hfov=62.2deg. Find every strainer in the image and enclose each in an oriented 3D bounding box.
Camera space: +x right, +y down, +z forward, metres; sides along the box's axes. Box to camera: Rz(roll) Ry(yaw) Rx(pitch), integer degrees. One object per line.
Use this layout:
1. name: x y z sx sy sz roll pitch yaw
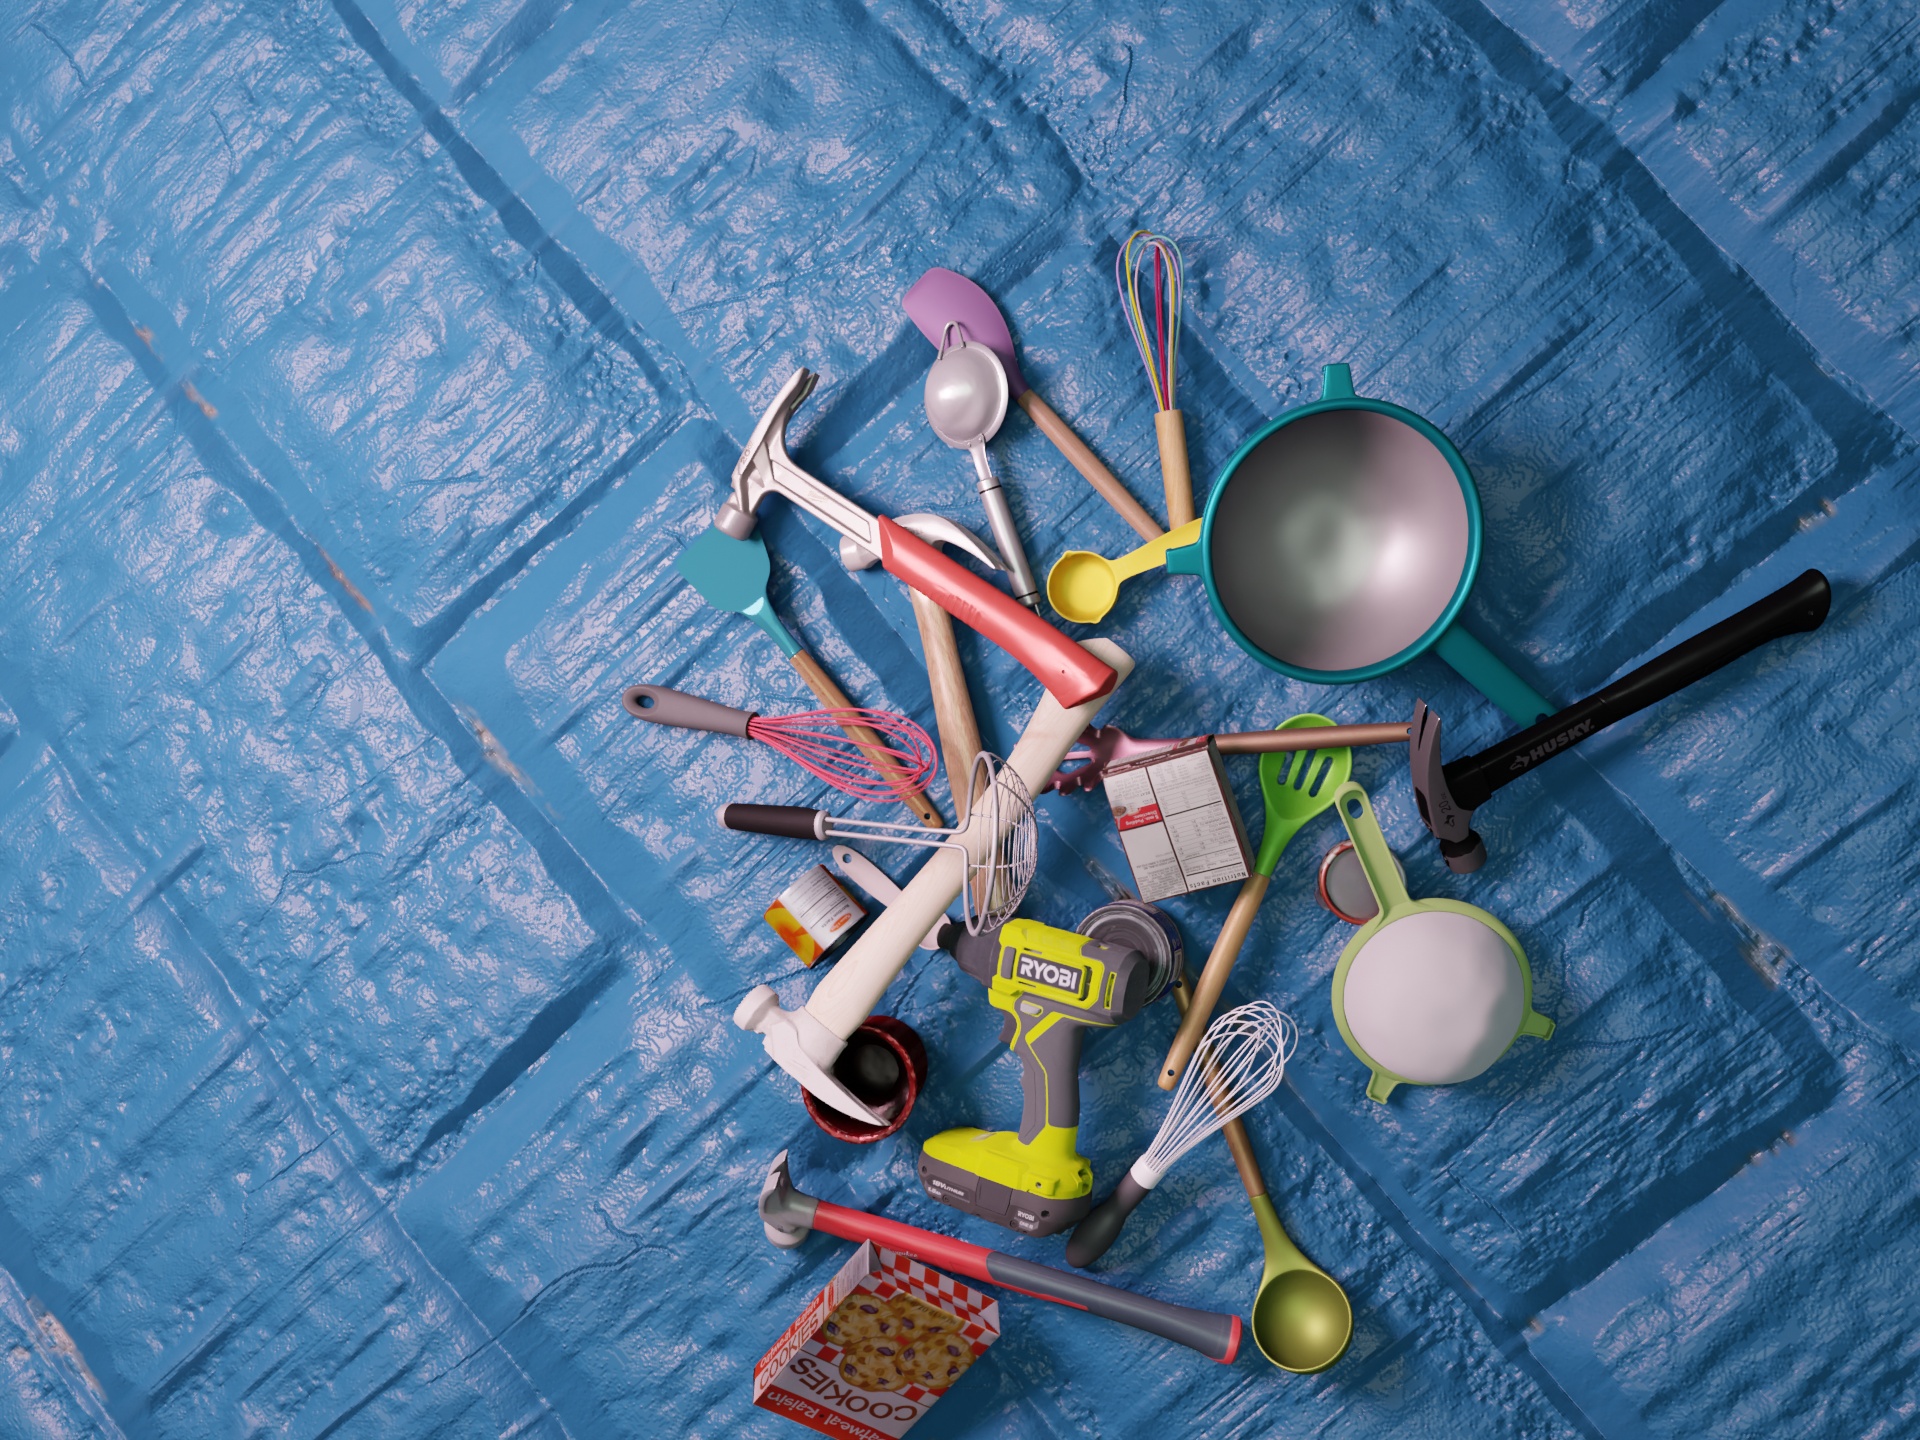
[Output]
1. strainer: 0.325 -0.100 1.212 0.340 0.095 0.211 38 98 -12
2. strainer: 0.336 0.167 1.176 0.151 0.069 0.256 -23 101 7
3. strainer: 0.020 -0.197 1.278 0.087 0.050 0.258 -17 93 40

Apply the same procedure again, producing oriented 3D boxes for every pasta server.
1. pasta server: 0.198 0.020 1.229 0.316 0.040 0.060 -5 90 18

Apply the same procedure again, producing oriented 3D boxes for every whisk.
1. whisk: -0.152 0.009 1.286 0.296 0.073 0.073 12 92 23
2. whisk: 0.163 0.325 1.222 0.070 0.070 0.284 37 112 8
3. whisk: 0.165 -0.266 1.259 0.051 0.047 0.245 -7 92 22

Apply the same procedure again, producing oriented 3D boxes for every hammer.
1. hammer: 0.487 -0.020 1.176 0.335 0.035 0.146 -29 119 3
2. hammer: 0.005 0.113 1.220 0.146 0.038 0.410 37 87 17
3. hammer: -0.026 -0.129 1.242 0.359 0.036 0.149 34 101 18
4. hammer: -0.002 -0.004 1.280 0.130 0.031 0.331 -13 90 23
5. hammer: 0.031 0.422 1.238 0.386 0.143 0.038 15 55 6

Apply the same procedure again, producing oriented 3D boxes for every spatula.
1. spatula: 0.070 -0.246 1.284 0.060 0.018 0.316 -43 82 14
2. spatula: -0.115 -0.036 1.314 0.082 0.044 0.317 -39 88 6

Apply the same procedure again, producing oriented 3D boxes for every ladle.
1. ladle: 0.221 0.344 1.233 0.078 0.062 0.320 -21 83 11

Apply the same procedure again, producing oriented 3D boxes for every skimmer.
1. skimmer: -0.081 0.081 1.183 0.363 0.090 0.127 2 88 42

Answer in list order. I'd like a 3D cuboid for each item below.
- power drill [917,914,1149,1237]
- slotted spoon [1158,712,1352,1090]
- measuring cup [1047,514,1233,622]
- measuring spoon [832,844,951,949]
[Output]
1. power drill: 0.045 0.268 1.237 0.171 0.080 0.223 12 94 28
2. slotted spoon: 0.221 0.142 1.237 0.070 0.031 0.314 24 90 15
3. measuring cup: 0.143 -0.126 1.258 0.156 0.029 0.062 -24 87 13
4. measuring spoon: -0.056 0.142 1.307 0.124 0.018 0.034 38 97 15
